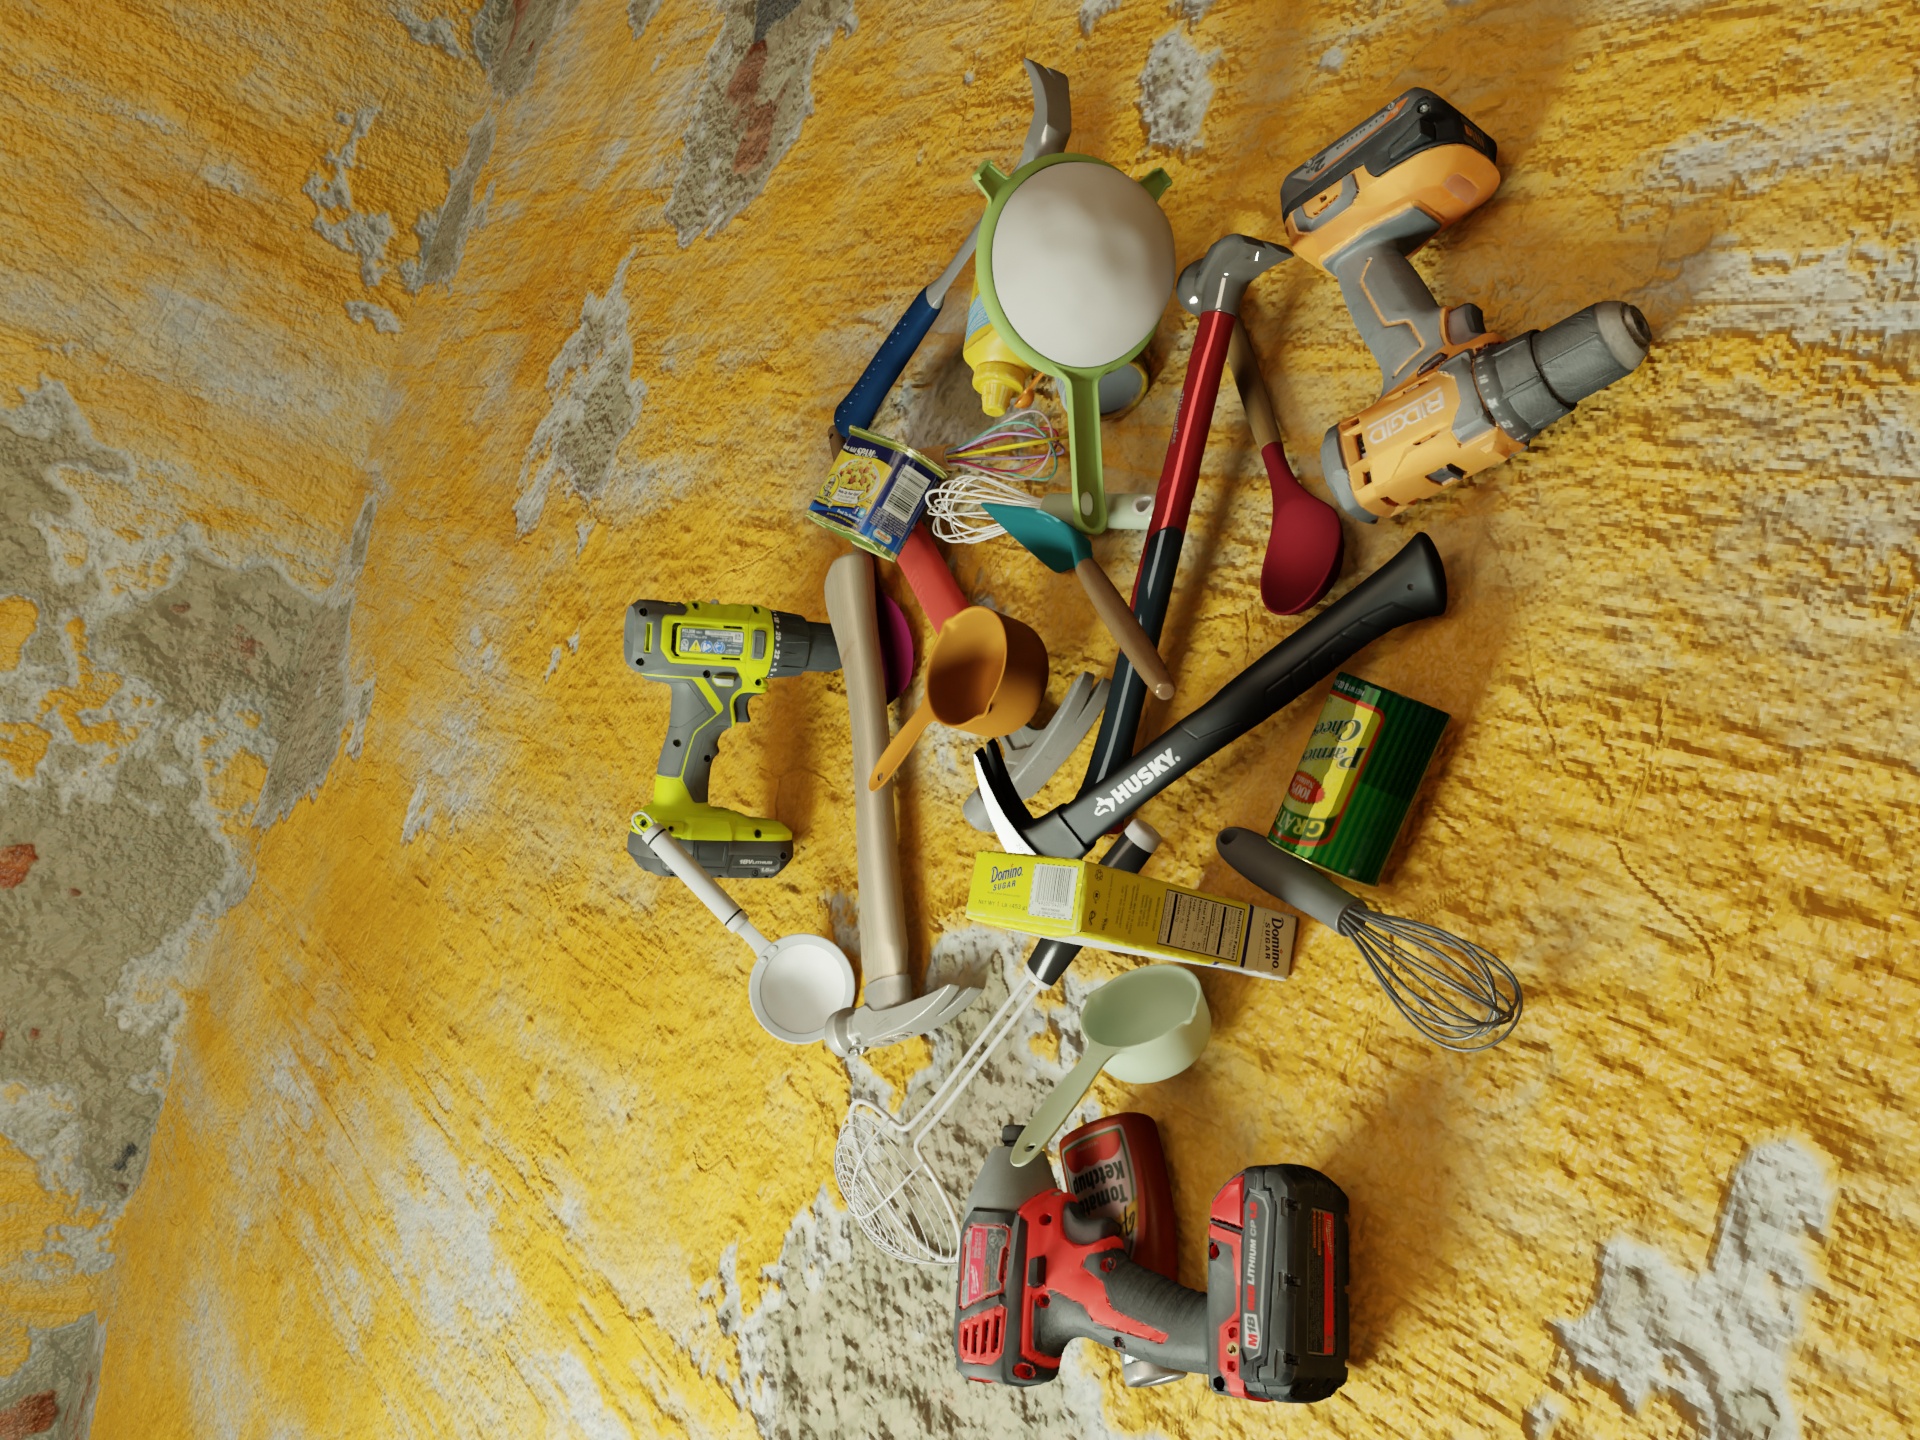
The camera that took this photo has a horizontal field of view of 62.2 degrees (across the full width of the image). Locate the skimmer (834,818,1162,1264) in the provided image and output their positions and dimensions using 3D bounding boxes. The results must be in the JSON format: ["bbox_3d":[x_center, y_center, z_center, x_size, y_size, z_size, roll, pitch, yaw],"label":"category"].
[{"bbox_3d":[0.031,0.212,1.046,0.127,0.090,0.363,44,108,30],"label":"skimmer"}]

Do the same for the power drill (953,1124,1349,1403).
[{"bbox_3d":[0.096,0.296,0.875,0.220,0.078,0.143,-9,65,33],"label":"power drill"}]

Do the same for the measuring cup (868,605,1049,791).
[{"bbox_3d":[-0.002,-0.004,1.137,0.173,0.052,0.095,-51,43,29],"label":"measuring cup"}]

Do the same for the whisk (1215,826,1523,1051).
[{"bbox_3d":[0.214,0.111,0.877,0.239,0.055,0.055,36,105,57],"label":"whisk"}]

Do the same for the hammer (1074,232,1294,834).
[{"bbox_3d":[0.134,-0.113,1.021,0.143,0.038,0.386,-138,61,-80],"label":"hammer"}]

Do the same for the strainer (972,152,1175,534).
[{"bbox_3d":[0.093,-0.253,1.063,0.069,0.151,0.256,10,105,64],"label":"strainer"}]

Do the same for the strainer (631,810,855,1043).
[{"bbox_3d":[-0.171,0.165,1.269,0.087,0.050,0.258,-45,84,0],"label":"strainer"}]

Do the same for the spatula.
[{"bbox_3d":[0.081,-0.079,1.026,0.044,0.082,0.318,-45,26,12],"label":"spatula"}]

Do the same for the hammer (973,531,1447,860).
[{"bbox_3d":[0.152,-0.002,0.966,0.334,0.035,0.146,-40,88,28],"label":"hammer"}]

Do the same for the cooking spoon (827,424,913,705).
[{"bbox_3d":[-0.083,-0.145,1.382,0.068,0.017,0.319,-43,46,34],"label":"cooking spoon"}]

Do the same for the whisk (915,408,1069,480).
[{"bbox_3d":[0.009,-0.213,1.280,0.047,0.051,0.245,-45,25,-22],"label":"whisk"}]

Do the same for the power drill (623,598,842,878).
[{"bbox_3d":[-0.190,0.013,1.343,0.080,0.190,0.228,-165,79,-67],"label":"power drill"}]

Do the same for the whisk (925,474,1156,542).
[{"bbox_3d":[0.062,-0.155,1.176,0.246,0.059,0.058,9,69,47],"label":"whisk"}]

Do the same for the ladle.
[{"bbox_3d":[0.195,-0.195,1.038,0.069,0.031,0.316,-41,45,39],"label":"ladle"}]

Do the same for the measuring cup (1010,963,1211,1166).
[{"bbox_3d":[0.086,0.210,0.930,0.083,0.038,0.167,2,36,46],"label":"measuring cup"}]

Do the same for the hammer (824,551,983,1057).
[{"bbox_3d":[-0.062,0.046,1.249,0.146,0.038,0.411,-30,56,41],"label":"hammer"}]

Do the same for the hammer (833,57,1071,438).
[{"bbox_3d":[-0.014,-0.352,1.275,0.405,0.035,0.144,139,141,-56],"label":"hammer"}]

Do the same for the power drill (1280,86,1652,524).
[{"bbox_3d":[0.280,-0.246,0.908,0.185,0.084,0.226,-27,60,42],"label":"power drill"}]

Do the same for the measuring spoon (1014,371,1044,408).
[{"bbox_3d":[0.082,-0.283,1.215,0.117,0.011,0.021,-49,13,7],"label":"measuring spoon"}]

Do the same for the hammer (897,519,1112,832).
[{"bbox_3d":[-0.001,-0.086,1.237,0.149,0.036,0.360,-53,41,25],"label":"hammer"}]
